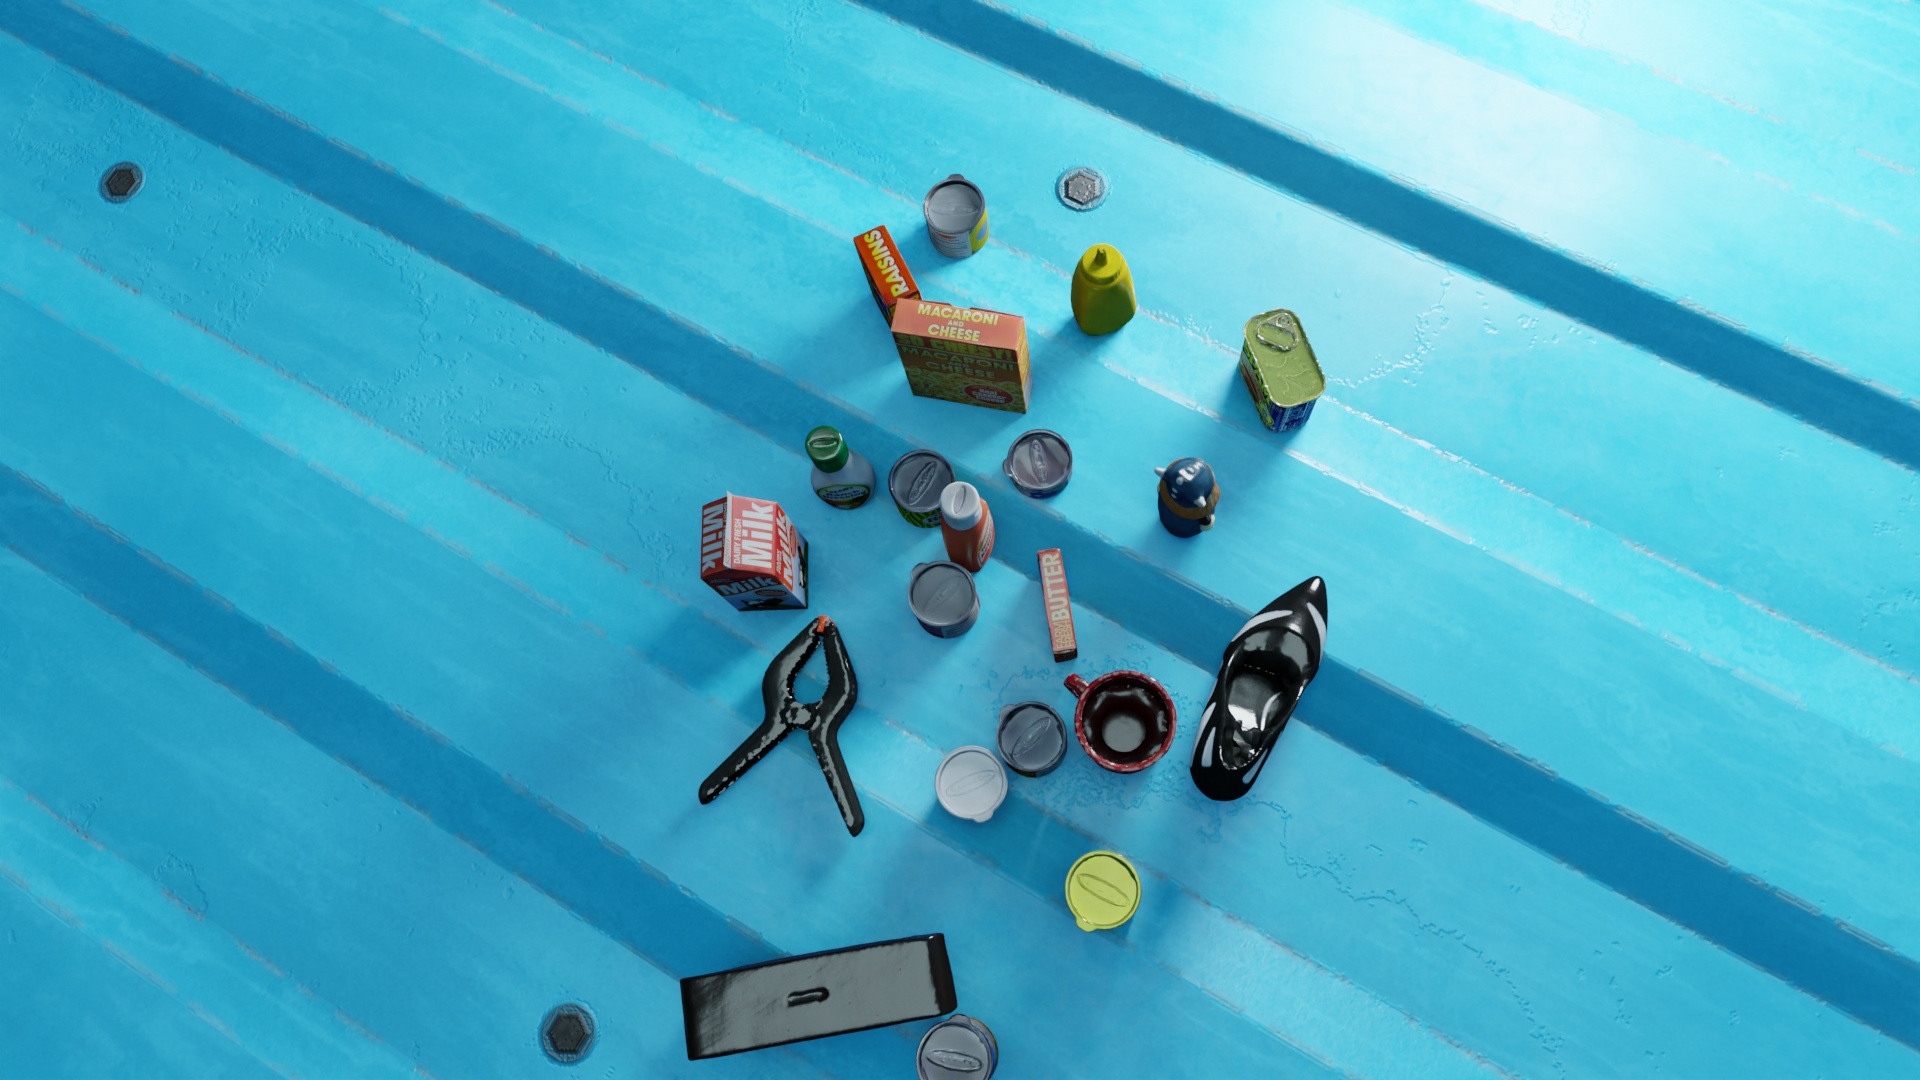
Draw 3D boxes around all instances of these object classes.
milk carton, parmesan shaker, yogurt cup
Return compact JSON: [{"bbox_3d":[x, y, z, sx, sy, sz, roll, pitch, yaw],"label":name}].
[{"bbox_3d":[-0.198,0.013,1.321,0.073,0.190,0.072,-3,74,5],"label":"milk carton"},{"bbox_3d":[0.126,0.317,1.245,0.071,0.103,0.071,-1,74,5],"label":"parmesan shaker"},{"bbox_3d":[0.012,0.230,1.308,0.072,0.054,0.072,-1,74,5],"label":"yogurt cup"}]

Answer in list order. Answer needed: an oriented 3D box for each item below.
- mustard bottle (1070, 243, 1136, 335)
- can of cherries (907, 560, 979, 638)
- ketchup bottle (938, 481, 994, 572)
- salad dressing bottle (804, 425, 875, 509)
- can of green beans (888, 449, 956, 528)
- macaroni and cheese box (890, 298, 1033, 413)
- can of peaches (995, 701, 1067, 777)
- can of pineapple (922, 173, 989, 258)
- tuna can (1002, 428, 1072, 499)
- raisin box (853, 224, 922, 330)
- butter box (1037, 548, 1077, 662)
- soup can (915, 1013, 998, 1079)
[{"bbox_3d":[0.142,-0.257,1.384,0.065,0.160,0.049,-18,73,0],"label":"mustard bottle"},{"bbox_3d":[-0.017,0.056,1.360,0.071,0.058,0.071,-1,74,5],"label":"can of cherries"},{"bbox_3d":[0.005,-0.017,1.332,0.043,0.148,0.065,13,76,9],"label":"ketchup bottle"},{"bbox_3d":[-0.121,-0.071,1.361,0.064,0.147,0.044,-5,74,4],"label":"salad dressing bottle"},{"bbox_3d":[-0.036,-0.051,1.394,0.071,0.057,0.071,-1,74,5],"label":"can of green beans"},{"bbox_3d":[0.004,-0.181,1.372,0.124,0.166,0.040,10,75,8],"label":"macaroni and cheese box"},{"bbox_3d":[0.067,0.187,1.313,0.071,0.058,0.071,-1,74,5],"label":"can of peaches"},{"bbox_3d":[-0.003,-0.344,1.477,0.071,0.057,0.071,-1,74,5],"label":"can of pineapple"},{"bbox_3d":[0.078,-0.076,1.403,0.071,0.032,0.071,-1,74,5],"label":"tuna can"},{"bbox_3d":[-0.068,-0.255,1.423,0.040,0.123,0.086,-25,73,-2],"label":"raisin box"},{"bbox_3d":[0.094,0.064,1.350,0.024,0.053,0.104,-9,73,3],"label":"butter box"},{"bbox_3d":[-0.001,0.454,1.227,0.071,0.083,0.071,-1,74,5],"label":"soup can"}]
